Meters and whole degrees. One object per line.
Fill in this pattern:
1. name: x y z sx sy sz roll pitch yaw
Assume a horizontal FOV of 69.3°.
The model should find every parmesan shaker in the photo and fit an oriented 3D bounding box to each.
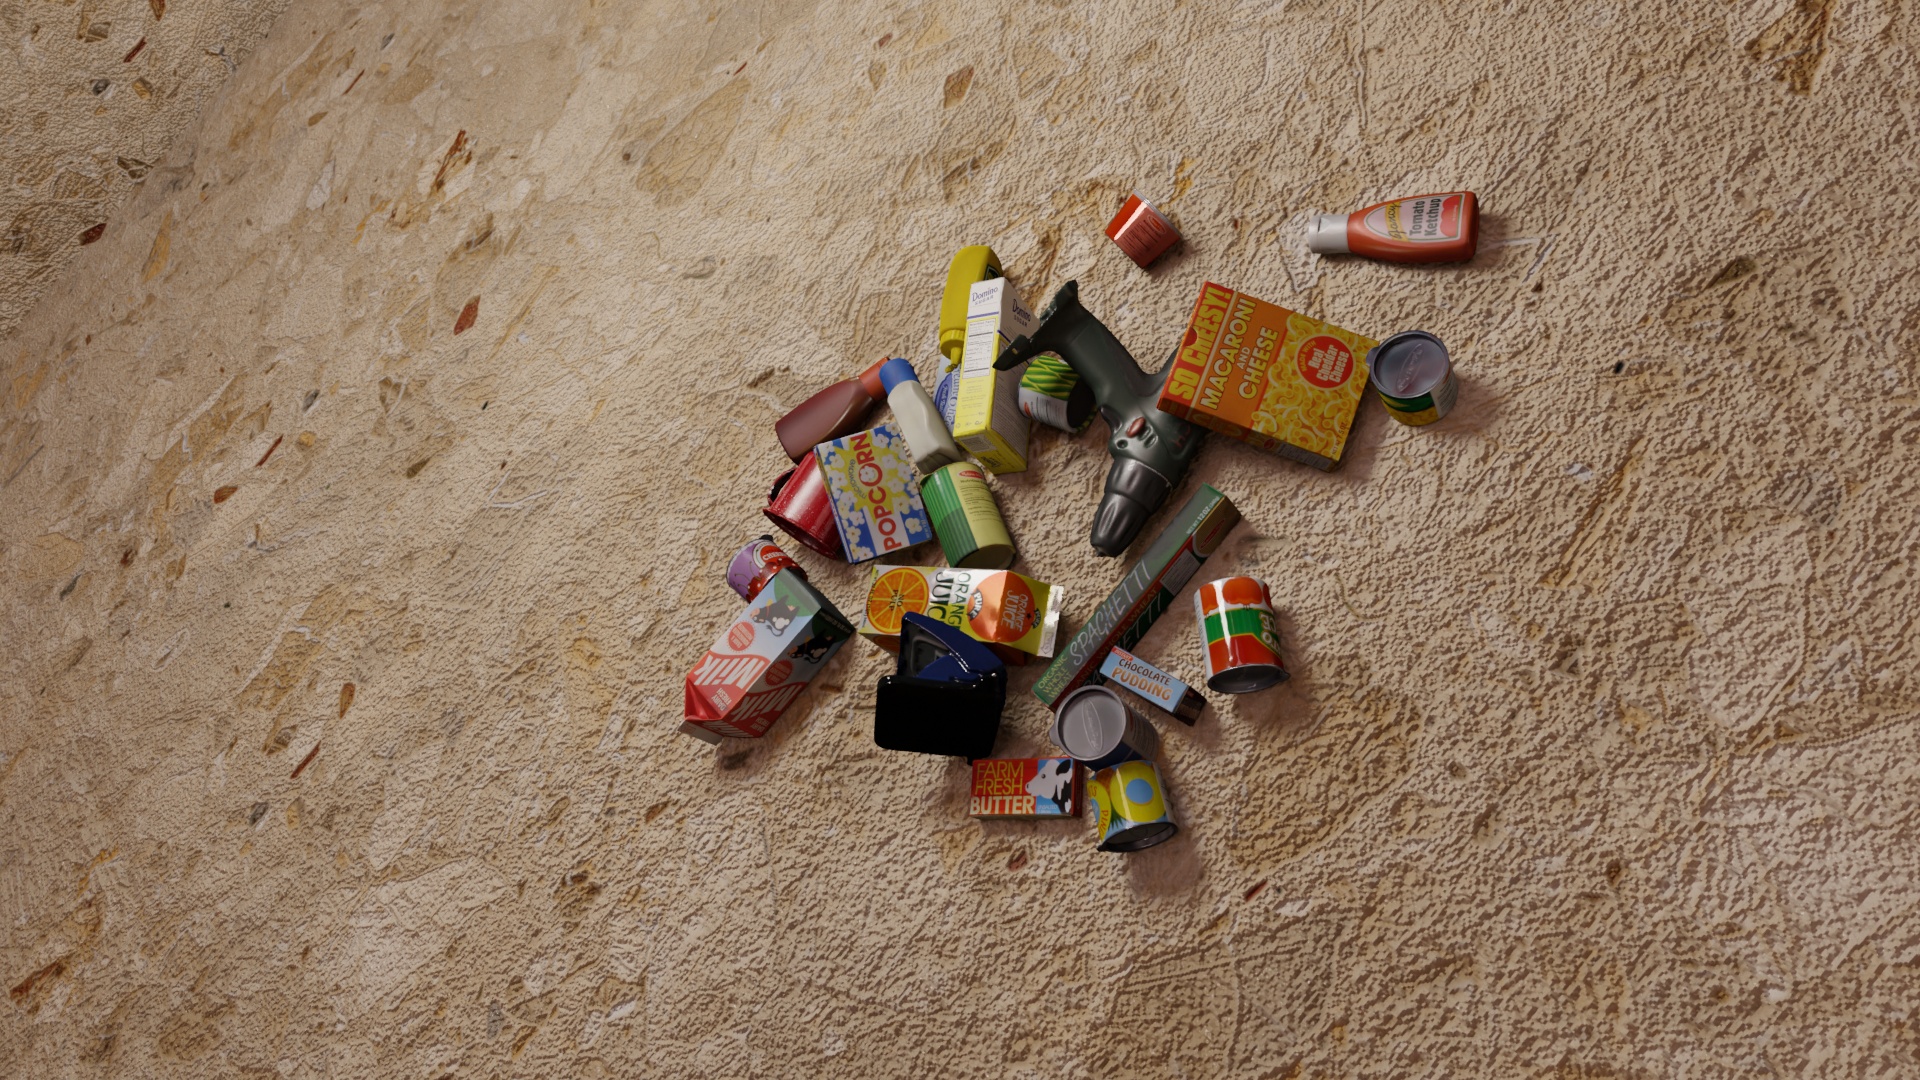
1. parmesan shaker: 0.005 -0.017 1.364 0.071 0.071 0.103 -30 57 14

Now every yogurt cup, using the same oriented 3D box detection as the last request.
1. yogurt cup: 0.184 -0.314 1.412 0.054 0.072 0.072 -45 54 13

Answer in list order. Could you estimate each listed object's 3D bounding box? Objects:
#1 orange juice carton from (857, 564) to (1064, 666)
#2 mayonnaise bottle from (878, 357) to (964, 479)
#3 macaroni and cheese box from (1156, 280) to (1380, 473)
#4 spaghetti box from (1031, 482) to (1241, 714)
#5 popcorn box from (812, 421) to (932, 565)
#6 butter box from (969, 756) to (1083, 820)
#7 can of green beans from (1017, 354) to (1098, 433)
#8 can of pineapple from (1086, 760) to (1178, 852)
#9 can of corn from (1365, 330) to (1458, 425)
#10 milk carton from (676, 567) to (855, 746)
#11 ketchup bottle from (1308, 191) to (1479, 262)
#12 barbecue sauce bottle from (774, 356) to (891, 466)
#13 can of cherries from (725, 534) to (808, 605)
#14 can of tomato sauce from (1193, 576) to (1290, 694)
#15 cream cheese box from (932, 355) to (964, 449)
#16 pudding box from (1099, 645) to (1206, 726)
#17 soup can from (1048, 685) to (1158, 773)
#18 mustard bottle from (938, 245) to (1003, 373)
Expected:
1. orange juice carton: 0.006 0.072 1.320 0.192 0.073 0.072 2 68 29
2. mayonnaise bottle: -0.044 -0.126 1.418 0.041 0.064 0.149 -36 52 13
3. macaroni and cheese box: 0.277 -0.149 1.254 0.166 0.040 0.124 21 76 5
4. spaghetti box: 0.160 0.057 1.258 0.250 0.050 0.029 -50 53 -1
5. popcorn box: -0.088 -0.047 1.394 0.085 0.038 0.126 -18 90 -12
6. butter box: 0.058 0.224 1.250 0.103 0.024 0.053 -6 65 26
7. can of green beans: 0.099 -0.145 1.376 0.058 0.071 0.071 22 79 34
8. can of pineapple: 0.143 0.226 1.176 0.071 0.071 0.058 -24 57 17
9. can of corn: 0.396 -0.142 1.219 0.071 0.058 0.071 -12 63 24
10. milk carton: -0.205 0.129 1.407 0.190 0.072 0.073 -49 55 0
11. ketchup bottle: 0.402 -0.288 1.294 0.149 0.043 0.065 3 69 30
12. barbecue sauce bottle: -0.130 -0.144 1.513 0.148 0.043 0.065 -35 56 9
13. can of cherries: -0.201 0.038 1.450 0.058 0.071 0.071 38 89 35
14. can of tomato sauce: 0.241 0.081 1.193 0.071 0.071 0.083 -16 60 21
15. cream cheese box: -0.002 -0.145 1.456 0.053 0.024 0.104 0 68 27
16. pudding box: 0.169 0.128 1.219 0.084 0.049 0.030 28 85 36
17. soup can: 0.125 0.169 1.203 0.071 0.083 0.071 -12 62 24
18. mustard bottle: 0.008 -0.236 1.457 0.049 0.065 0.161 -2 56 24
